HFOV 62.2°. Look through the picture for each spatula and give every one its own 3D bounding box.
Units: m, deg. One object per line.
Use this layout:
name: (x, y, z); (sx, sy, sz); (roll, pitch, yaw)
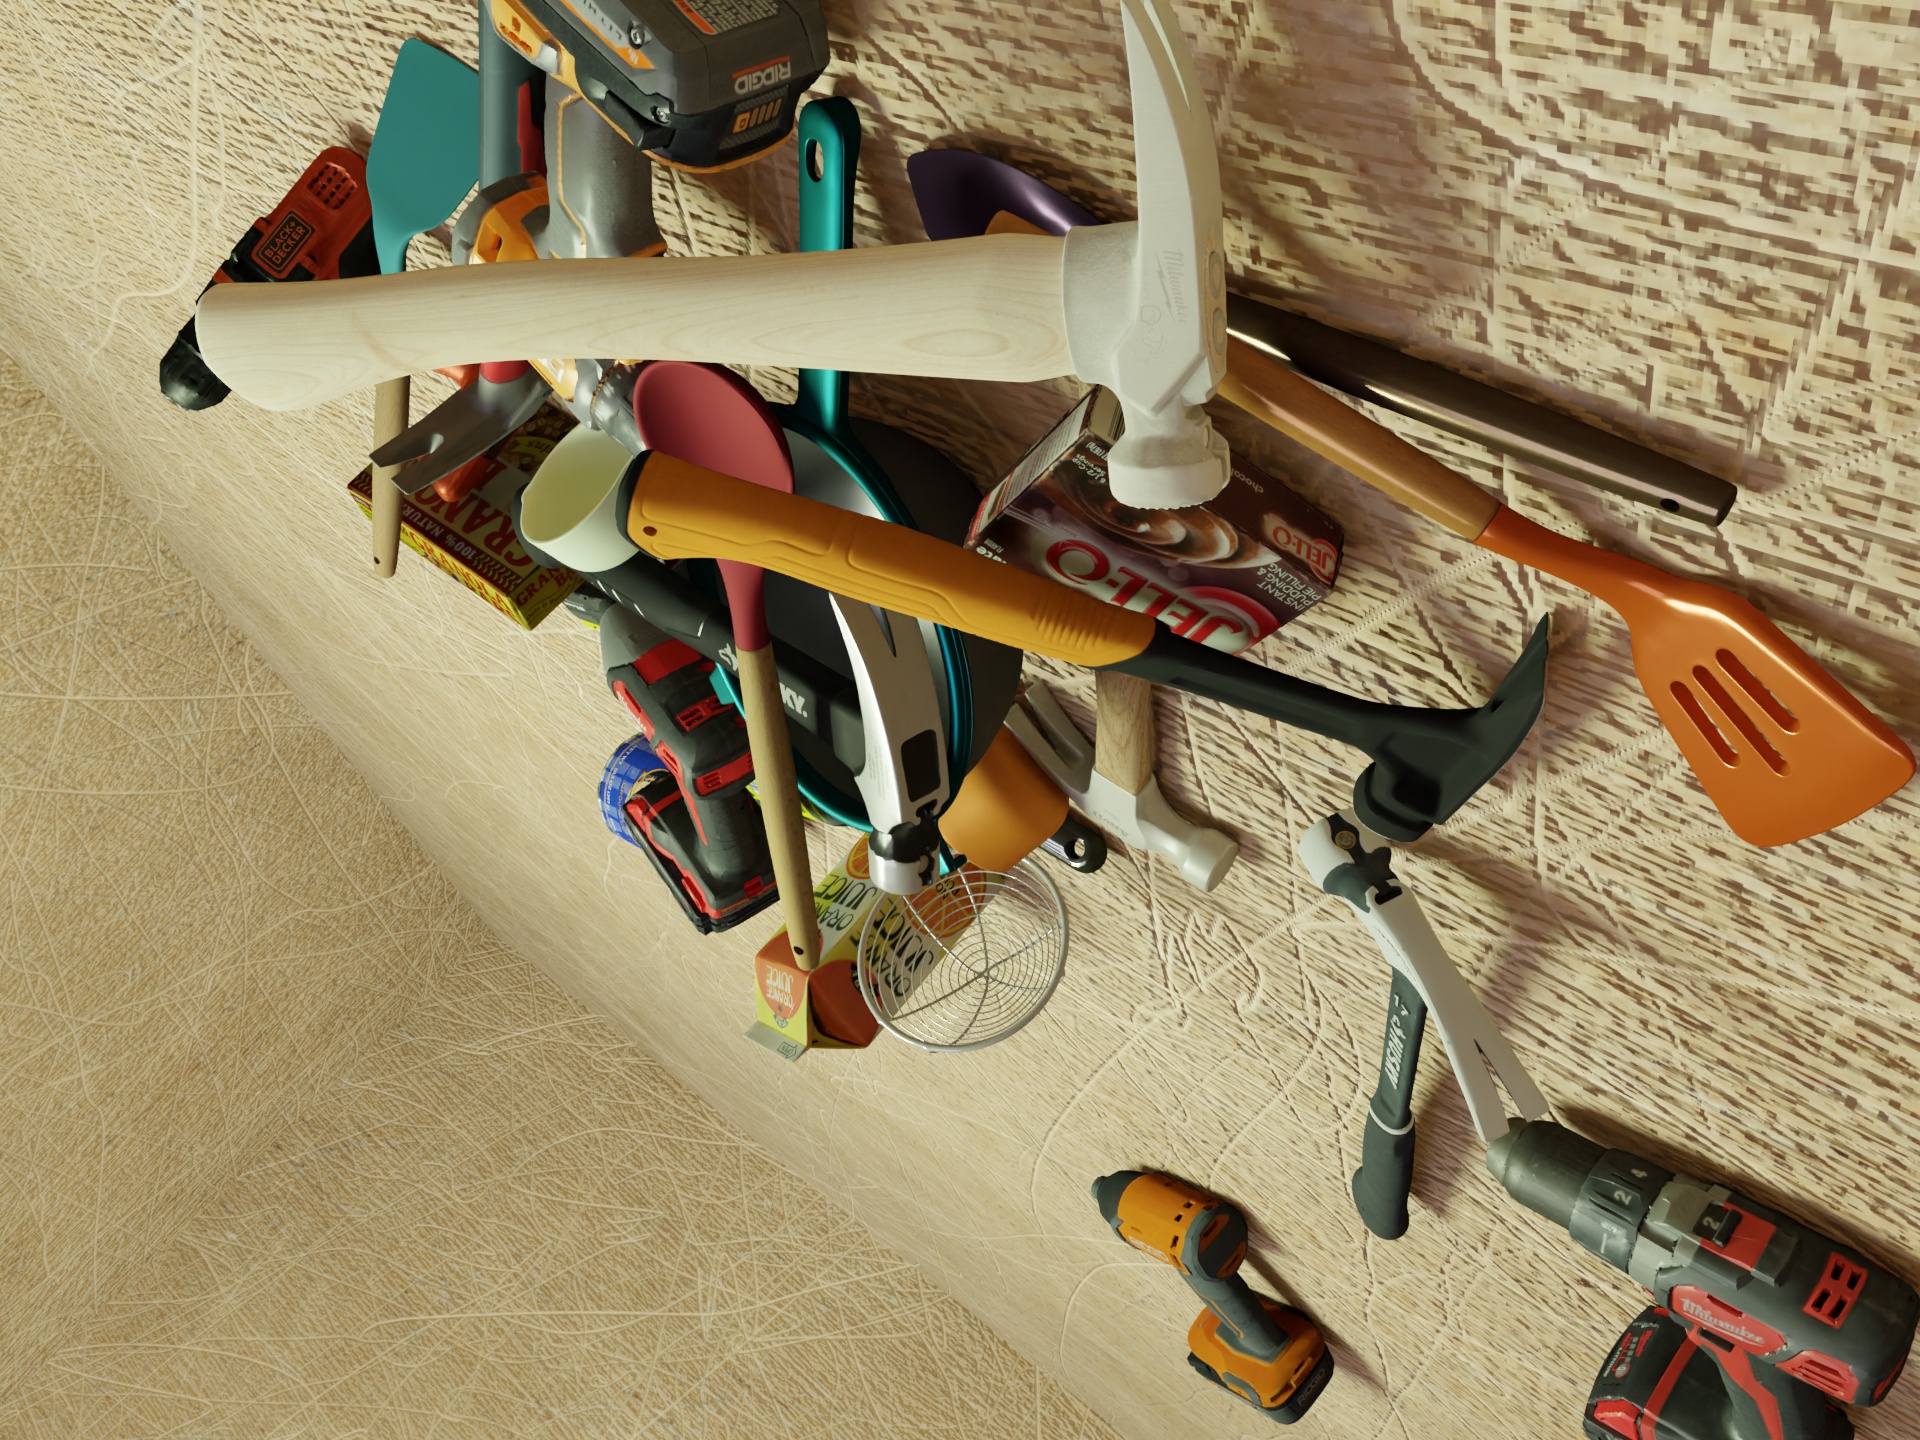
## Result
spatula: (0.099, -0.131, 0.526); (0.316, 0.018, 0.059); (31, 159, 29)
spatula: (-0.301, -0.203, 0.874); (0.082, 0.044, 0.317); (36, 133, 14)
spatula: (0.142, -0.069, 0.503); (0.322, 0.041, 0.081); (32, 158, 5)

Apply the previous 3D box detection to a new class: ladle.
ladle: (-0.084, -0.011, 0.678); (0.069, 0.031, 0.315); (14, 129, 25)

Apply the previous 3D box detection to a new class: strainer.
strainer: (-0.033, -0.110, 0.718); (0.211, 0.095, 0.340); (36, 137, 36)

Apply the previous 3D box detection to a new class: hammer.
hammer: (0.071, -0.039, 0.719); (0.130, 0.031, 0.331); (32, 155, 25)
hammer: (0.038, -0.039, 0.582); (0.337, 0.034, 0.127); (17, 149, -1)
hammer: (0.229, 0.202, 0.828); (0.408, 0.036, 0.149); (71, 173, -55)
hammer: (-0.111, -0.151, 0.547); (0.411, 0.038, 0.146); (5, 119, 25)
hammer: (-0.217, -0.241, 0.729); (0.038, 0.143, 0.386); (44, 154, 4)
hammer: (-0.125, -0.052, 0.767); (0.335, 0.035, 0.146); (32, 136, 40)

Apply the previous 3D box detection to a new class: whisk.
whisk: (-0.017, 0.023, 0.961); (0.246, 0.058, 0.059); (31, -171, 19)

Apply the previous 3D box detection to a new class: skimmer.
skimmer: (-0.064, 0.015, 0.904); (0.363, 0.127, 0.090); (60, -178, -1)

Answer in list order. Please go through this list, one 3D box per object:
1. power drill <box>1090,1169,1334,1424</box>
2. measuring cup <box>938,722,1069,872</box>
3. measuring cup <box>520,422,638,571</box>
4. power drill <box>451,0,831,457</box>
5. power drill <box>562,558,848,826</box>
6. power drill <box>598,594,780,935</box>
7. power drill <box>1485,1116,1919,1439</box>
power drill: (0.203, 0.471, 1.339); (0.164, 0.084, 0.226); (6, 133, 57)
measuring cup: (-0.001, -0.003, 0.874); (0.095, 0.052, 0.174); (1, -123, -61)
measuring cup: (-0.157, -0.144, 0.769); (0.083, 0.168, 0.038); (-10, 143, 38)
power drill: (-0.121, -0.195, 0.629); (0.185, 0.084, 0.226); (48, 146, 10)
power drill: (-0.170, -0.029, 1.084); (0.191, 0.080, 0.228); (15, 147, 48)
power drill: (-0.164, 0.024, 0.961); (0.143, 0.078, 0.219); (50, 158, 27)
power drill: (0.353, 0.294, 0.782); (0.188, 0.080, 0.226); (24, 148, 39)
